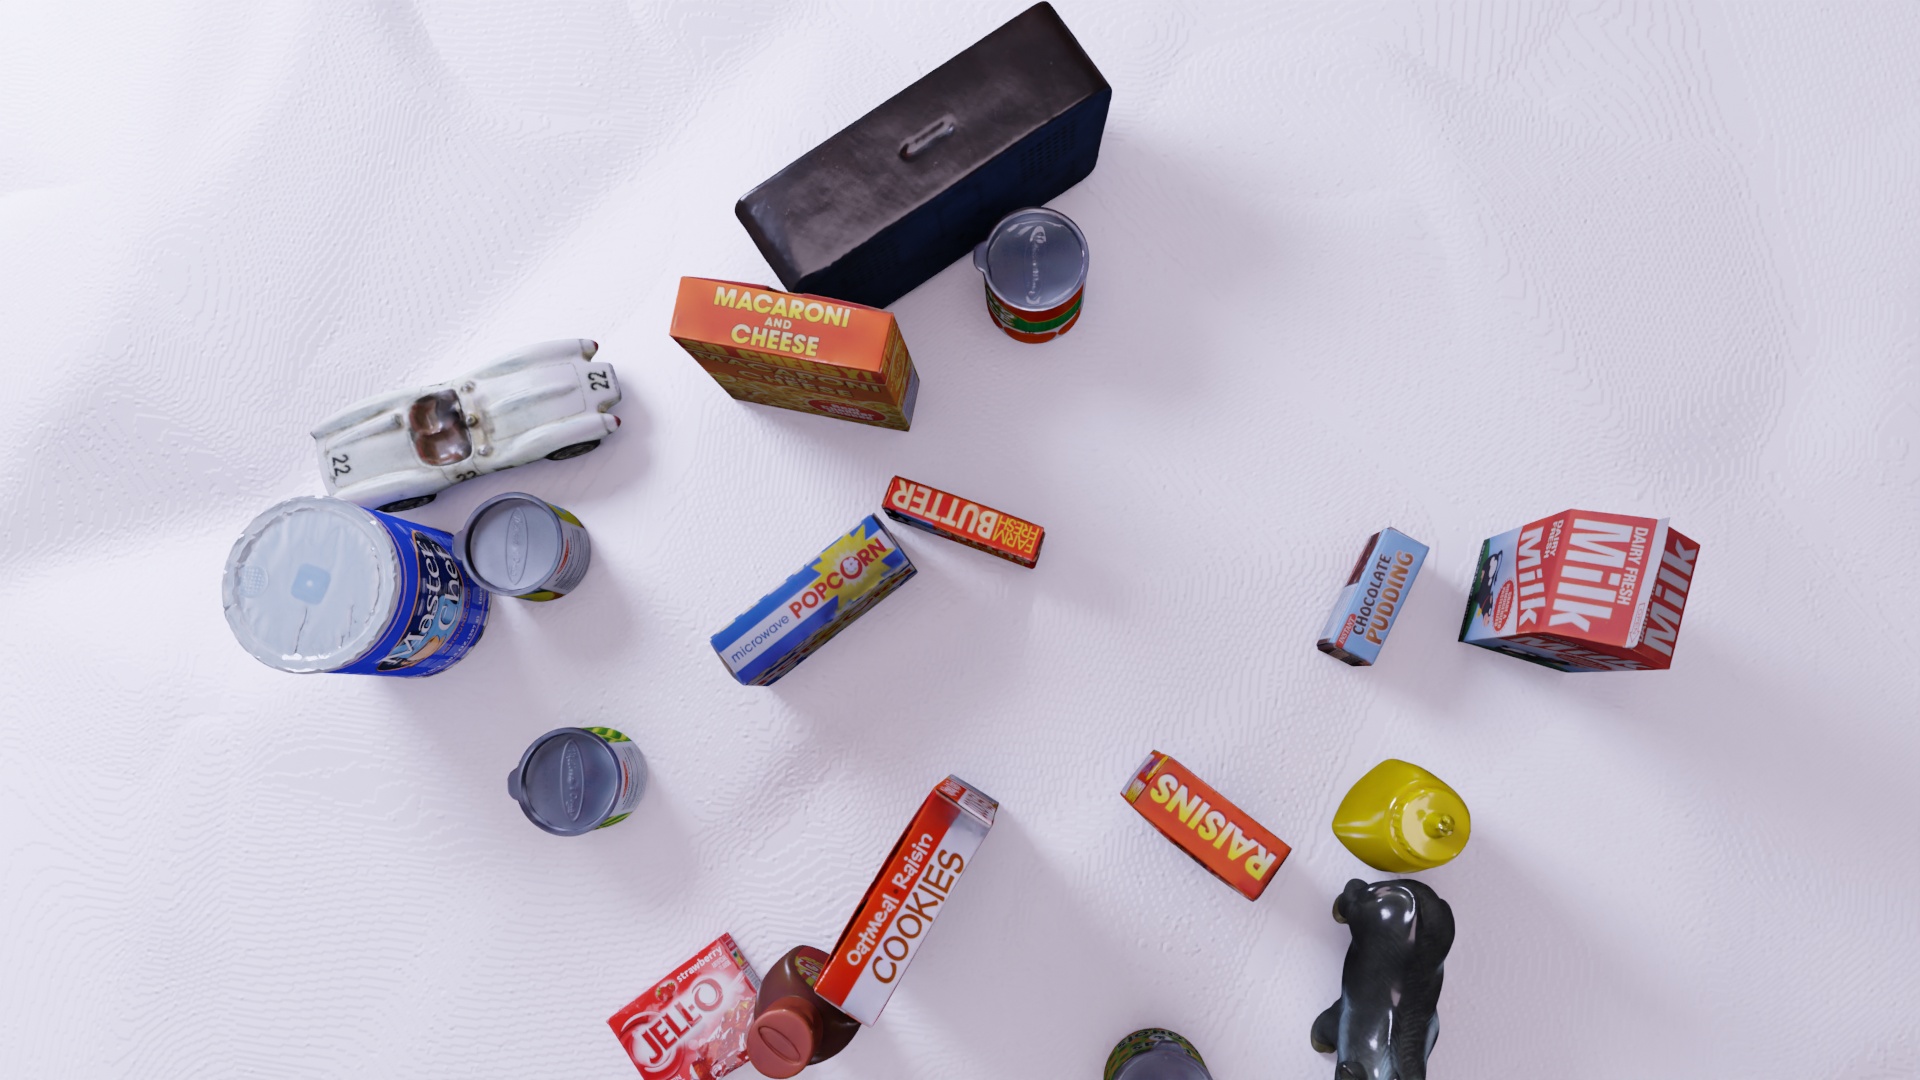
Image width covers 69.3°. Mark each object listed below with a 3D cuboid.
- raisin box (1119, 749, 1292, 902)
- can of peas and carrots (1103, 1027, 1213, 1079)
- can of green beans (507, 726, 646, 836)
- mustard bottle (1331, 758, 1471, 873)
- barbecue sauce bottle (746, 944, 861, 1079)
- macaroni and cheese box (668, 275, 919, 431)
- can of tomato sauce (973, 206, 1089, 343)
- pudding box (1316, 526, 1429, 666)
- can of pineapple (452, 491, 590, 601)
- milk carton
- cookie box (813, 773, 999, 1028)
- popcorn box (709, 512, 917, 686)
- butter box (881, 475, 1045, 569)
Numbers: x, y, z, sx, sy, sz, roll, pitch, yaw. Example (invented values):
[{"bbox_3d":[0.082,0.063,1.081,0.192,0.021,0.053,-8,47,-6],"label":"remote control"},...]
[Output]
[{"bbox_3d":[0.140,0.165,0.819,0.086,0.123,0.040,38,86,7],"label":"raisin box"},{"bbox_3d":[0.119,0.329,0.830,0.071,0.058,0.071,0,83,3],"label":"can of peas and carrots"},{"bbox_3d":[-0.237,0.150,0.873,0.071,0.058,0.071,0,83,3],"label":"can of green beans"},{"bbox_3d":[0.257,0.161,0.795,0.049,0.160,0.065,40,87,7],"label":"mustard bottle"},{"bbox_3d":[-0.092,0.275,0.803,0.065,0.148,0.044,39,87,7],"label":"barbecue sauce bottle"},{"bbox_3d":[-0.095,-0.111,0.846,0.124,0.166,0.040,11,84,4],"label":"macaroni and cheese box"},{"bbox_3d":[0.046,-0.167,0.889,0.071,0.083,0.071,0,83,3],"label":"can of tomato sauce"},{"bbox_3d":[0.257,0.036,0.867,0.030,0.049,0.084,27,85,6],"label":"pudding box"},{"bbox_3d":[-0.280,0.005,0.895,0.071,0.058,0.071,0,83,3],"label":"can of pineapple"},{"bbox_3d":[0.354,0.031,0.792,0.073,0.190,0.072,16,84,5],"label":"milk carton"},{"bbox_3d":[-0.027,0.200,0.800,0.040,0.167,0.123,30,85,6],"label":"cookie box"},{"bbox_3d":[-0.089,0.040,0.867,0.127,0.085,0.038,-38,83,-2],"label":"popcorn box"},{"bbox_3d":[0.003,-0.011,0.885,0.103,0.053,0.024,20,84,5],"label":"butter box"}]
